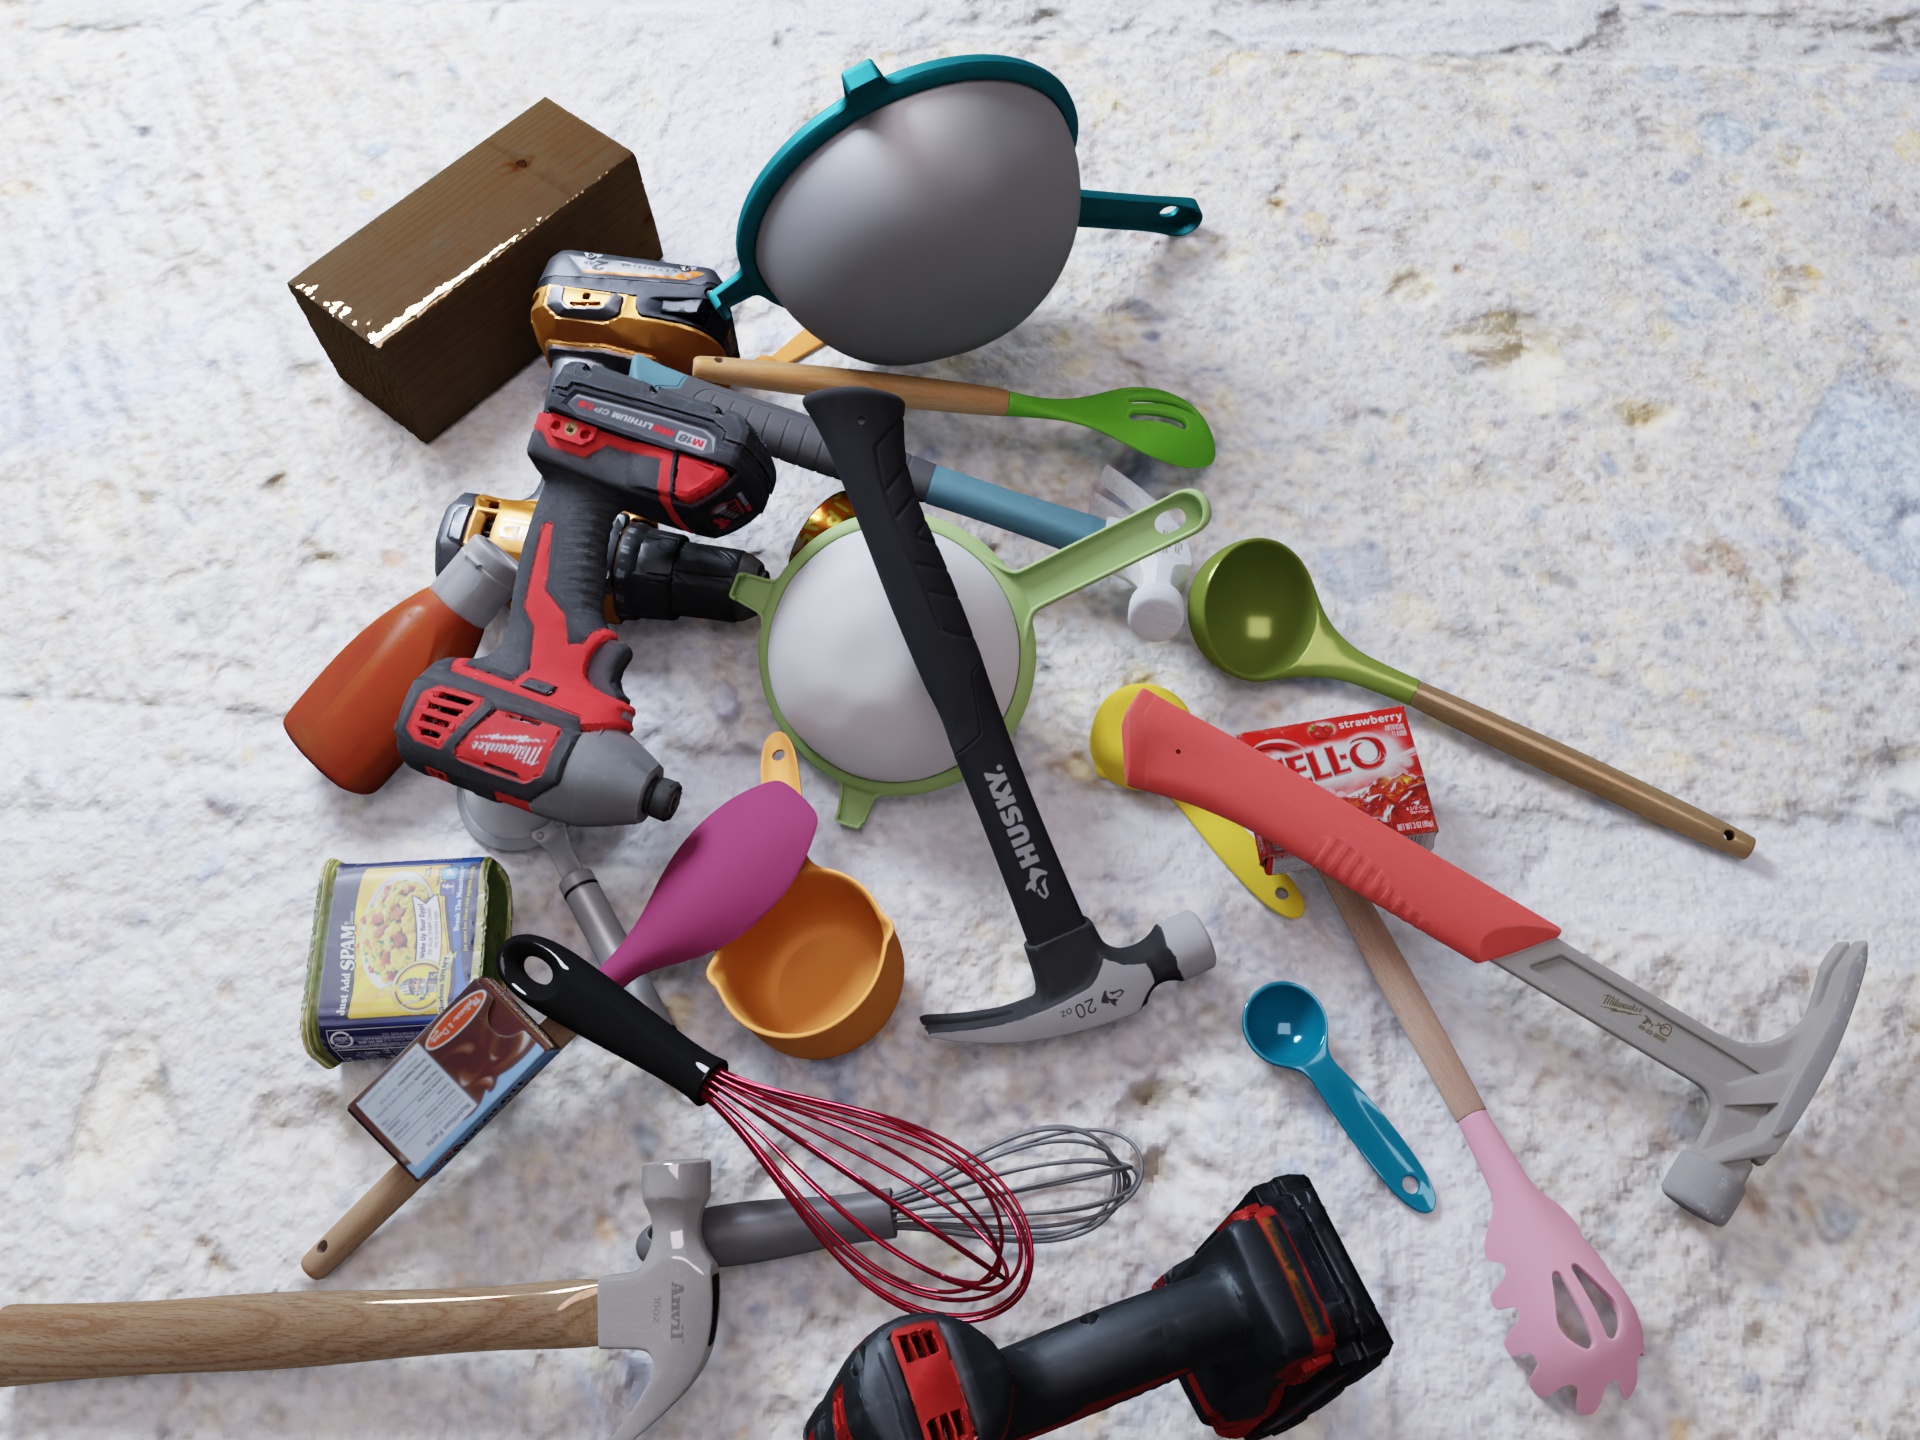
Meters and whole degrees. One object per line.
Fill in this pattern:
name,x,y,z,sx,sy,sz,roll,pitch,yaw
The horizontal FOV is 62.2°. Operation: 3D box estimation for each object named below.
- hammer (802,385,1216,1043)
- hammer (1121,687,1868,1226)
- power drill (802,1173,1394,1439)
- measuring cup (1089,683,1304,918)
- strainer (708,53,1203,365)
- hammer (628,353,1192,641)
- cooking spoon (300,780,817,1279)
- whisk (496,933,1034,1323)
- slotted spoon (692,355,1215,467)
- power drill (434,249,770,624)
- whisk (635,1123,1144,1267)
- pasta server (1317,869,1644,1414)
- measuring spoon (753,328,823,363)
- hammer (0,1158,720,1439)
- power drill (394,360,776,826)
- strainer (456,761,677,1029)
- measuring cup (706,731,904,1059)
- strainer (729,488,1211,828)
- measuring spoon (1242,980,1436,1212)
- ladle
hammer,-0.001,-0.002,0.767,0.146,0.035,0.334,-23,97,-7
hammer,0.239,0.080,0.762,0.359,0.036,0.149,31,83,8
power drill,0.041,0.277,0.652,0.226,0.187,0.080,-9,54,-24
measuring cup,0.128,0.041,0.839,0.062,0.029,0.157,-34,65,-16
strainer,0.036,-0.275,0.940,0.340,0.211,0.095,-11,71,-38
hammer,-0.030,-0.136,0.884,0.331,0.033,0.128,18,35,-2
cooking spoon,-0.192,0.147,0.767,0.319,0.017,0.069,-45,55,-9
whisk,-0.096,0.172,0.710,0.296,0.073,0.073,27,65,21
slotted spoon,0.002,-0.188,0.929,0.313,0.031,0.070,5,43,-9
power drill,-0.188,-0.158,0.935,0.185,0.084,0.226,8,65,4
whisk,-0.033,0.225,0.736,0.239,0.055,0.055,-9,61,2
pasta server,0.232,0.170,0.770,0.060,0.040,0.317,-18,58,-8
measuring spoon,-0.089,-0.253,1.019,0.117,0.011,0.021,-40,67,-18
hammer,-0.272,0.274,0.712,0.331,0.031,0.130,-5,76,4
power drill,-0.179,-0.056,0.805,0.143,0.078,0.220,19,81,8
strainer,-0.201,0.078,0.826,0.087,0.050,0.259,-35,68,1
measuring cup,-0.078,0.088,0.806,0.095,0.052,0.174,-16,55,7
strainer,0.008,-0.055,0.806,0.256,0.069,0.151,-25,89,12
measuring spoon,0.183,0.184,0.770,0.042,0.021,0.129,-33,74,-16
ladle,0.269,-0.006,0.848,0.320,0.062,0.078,27,81,12
